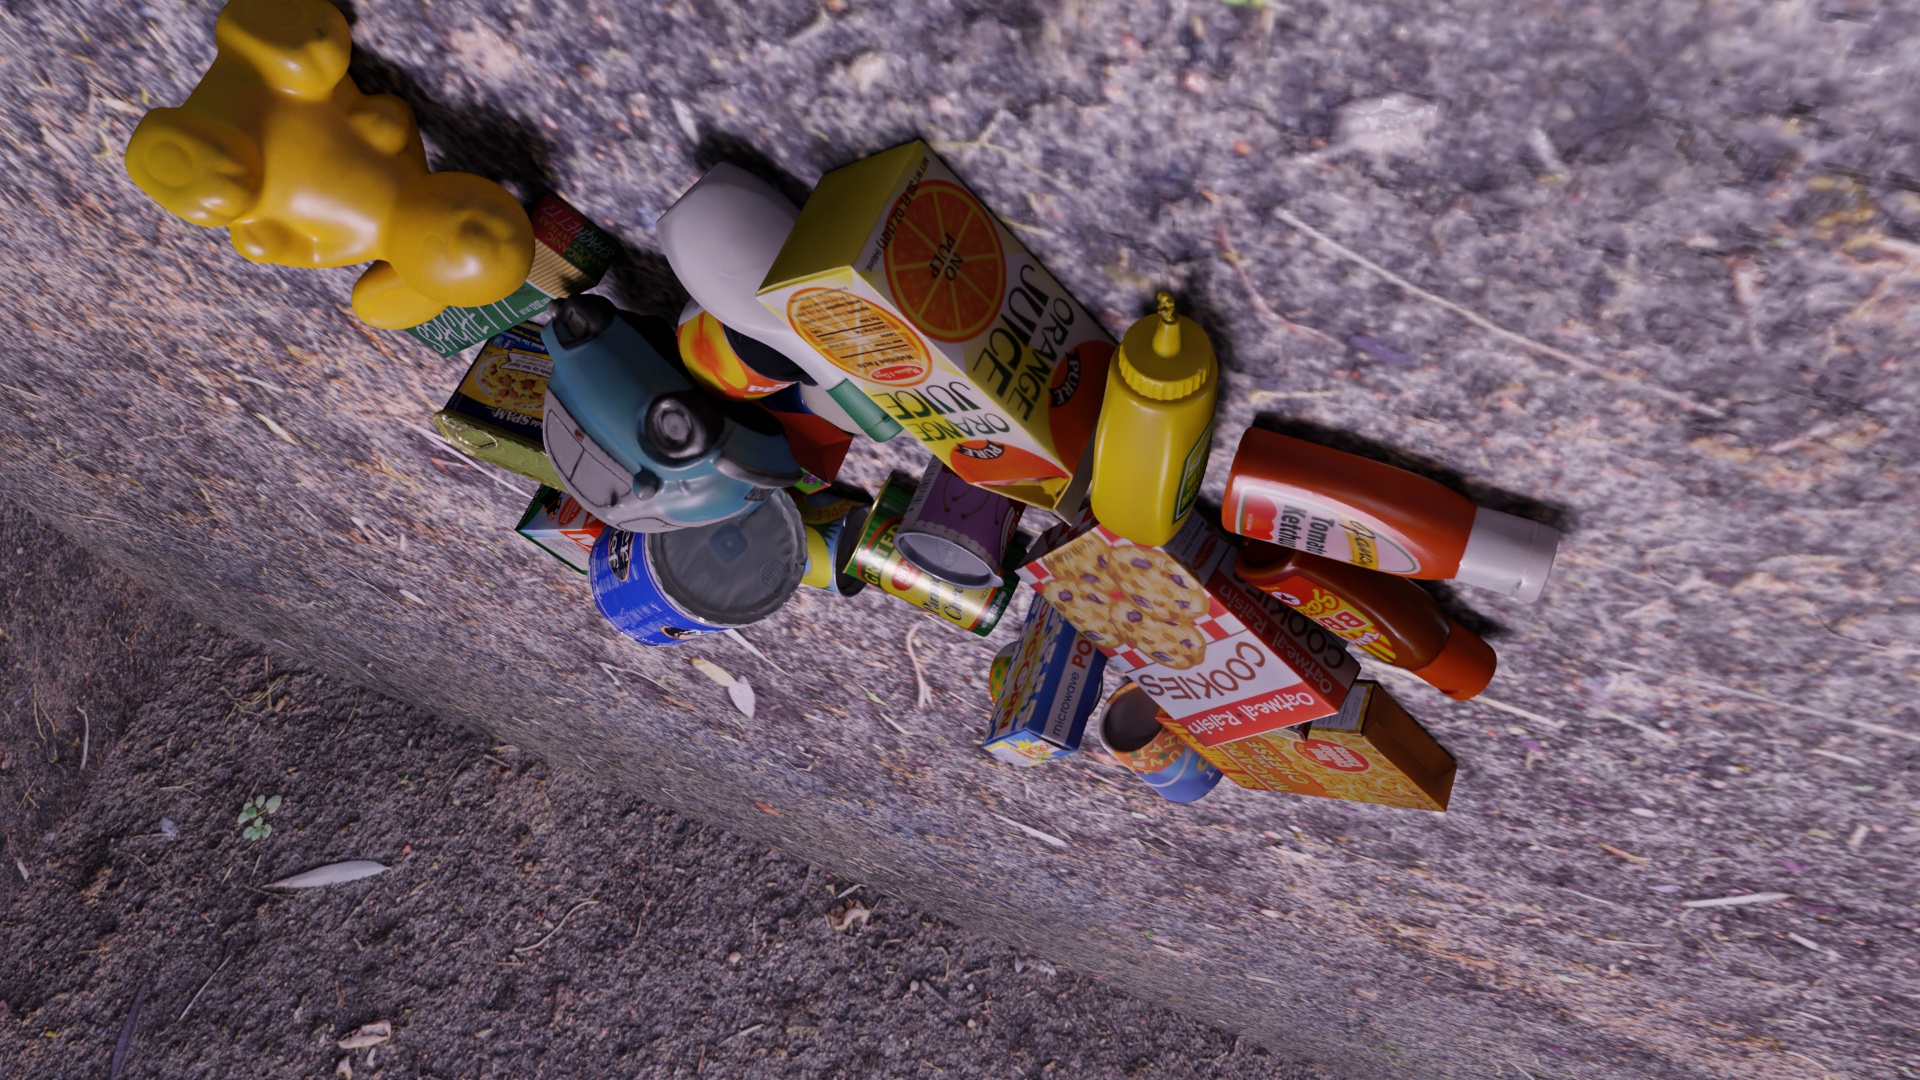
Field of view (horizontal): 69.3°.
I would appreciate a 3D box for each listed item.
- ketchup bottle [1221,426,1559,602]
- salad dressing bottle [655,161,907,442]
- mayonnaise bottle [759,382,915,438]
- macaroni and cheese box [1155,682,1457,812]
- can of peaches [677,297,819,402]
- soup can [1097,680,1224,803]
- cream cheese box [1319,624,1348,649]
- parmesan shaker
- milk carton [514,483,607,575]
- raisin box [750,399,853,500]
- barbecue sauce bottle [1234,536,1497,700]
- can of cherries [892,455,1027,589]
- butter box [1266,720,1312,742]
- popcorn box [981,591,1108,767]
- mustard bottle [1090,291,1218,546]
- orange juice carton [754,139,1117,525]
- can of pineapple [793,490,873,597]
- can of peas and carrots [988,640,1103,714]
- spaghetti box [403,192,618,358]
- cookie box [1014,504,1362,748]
[{"bbox_3d":[0.201,-0.010,0.657,0.149,0.044,0.064,17,155,15],"label":"ketchup bottle"},{"bbox_3d":[-0.077,-0.109,0.658,0.147,0.064,0.044,46,-172,-18],"label":"salad dressing bottle"},{"bbox_3d":[-0.047,-0.083,0.745,0.148,0.041,0.064,9,149,37],"label":"mayonnaise bottle"},{"bbox_3d":[0.239,0.139,0.969,0.166,0.040,0.123,-2,147,47],"label":"macaroni and cheese box"},{"bbox_3d":[-0.103,-0.106,0.710,0.071,0.071,0.058,35,156,-25],"label":"can of peaches"},{"bbox_3d":[0.155,0.150,1.049,0.071,0.071,0.083,0,148,45],"label":"soup can"},{"bbox_3d":[0.175,0.041,0.828,0.103,0.024,0.053,0,147,45],"label":"cream cheese box"},{"bbox_3d":[-0.015,0.010,0.899,0.103,0.071,0.071,25,158,-6],"label":"parmesan shaker"},{"bbox_3d":[-0.254,-0.019,1.063,0.190,0.072,0.073,1,149,47],"label":"milk carton"},{"bbox_3d":[-0.135,-0.060,0.890,0.086,0.040,0.123,32,158,-23],"label":"raisin box"},{"bbox_3d":[0.221,0.036,0.743,0.148,0.044,0.065,30,166,-17],"label":"barbecue sauce bottle"},{"bbox_3d":[0.003,-0.011,0.838,0.071,0.058,0.071,20,157,9],"label":"can of cherries"},{"bbox_3d":[0.180,0.091,0.901,0.103,0.053,0.024,13,159,26],"label":"butter box"},{"bbox_3d":[0.062,0.077,0.889,0.038,0.127,0.085,24,159,-10],"label":"popcorn box"},{"bbox_3d":[0.090,-0.058,0.635,0.049,0.065,0.159,22,155,15],"label":"mustard bottle"},{"bbox_3d":[0.007,-0.086,0.639,0.073,0.072,0.192,-2,147,48],"label":"orange juice carton"},{"bbox_3d":[-0.093,-0.001,0.950,0.058,0.071,0.070,15,156,22],"label":"can of pineapple"},{"bbox_3d":[0.063,0.107,1.032,0.071,0.071,0.058,33,157,-23],"label":"can of peas and carrots"},{"bbox_3d":[-0.284,-0.154,0.839,0.050,0.029,0.249,38,154,-30],"label":"spaghetti box"},{"bbox_3d":[0.129,0.044,0.803,0.167,0.040,0.122,42,150,-9],"label":"cookie box"}]
